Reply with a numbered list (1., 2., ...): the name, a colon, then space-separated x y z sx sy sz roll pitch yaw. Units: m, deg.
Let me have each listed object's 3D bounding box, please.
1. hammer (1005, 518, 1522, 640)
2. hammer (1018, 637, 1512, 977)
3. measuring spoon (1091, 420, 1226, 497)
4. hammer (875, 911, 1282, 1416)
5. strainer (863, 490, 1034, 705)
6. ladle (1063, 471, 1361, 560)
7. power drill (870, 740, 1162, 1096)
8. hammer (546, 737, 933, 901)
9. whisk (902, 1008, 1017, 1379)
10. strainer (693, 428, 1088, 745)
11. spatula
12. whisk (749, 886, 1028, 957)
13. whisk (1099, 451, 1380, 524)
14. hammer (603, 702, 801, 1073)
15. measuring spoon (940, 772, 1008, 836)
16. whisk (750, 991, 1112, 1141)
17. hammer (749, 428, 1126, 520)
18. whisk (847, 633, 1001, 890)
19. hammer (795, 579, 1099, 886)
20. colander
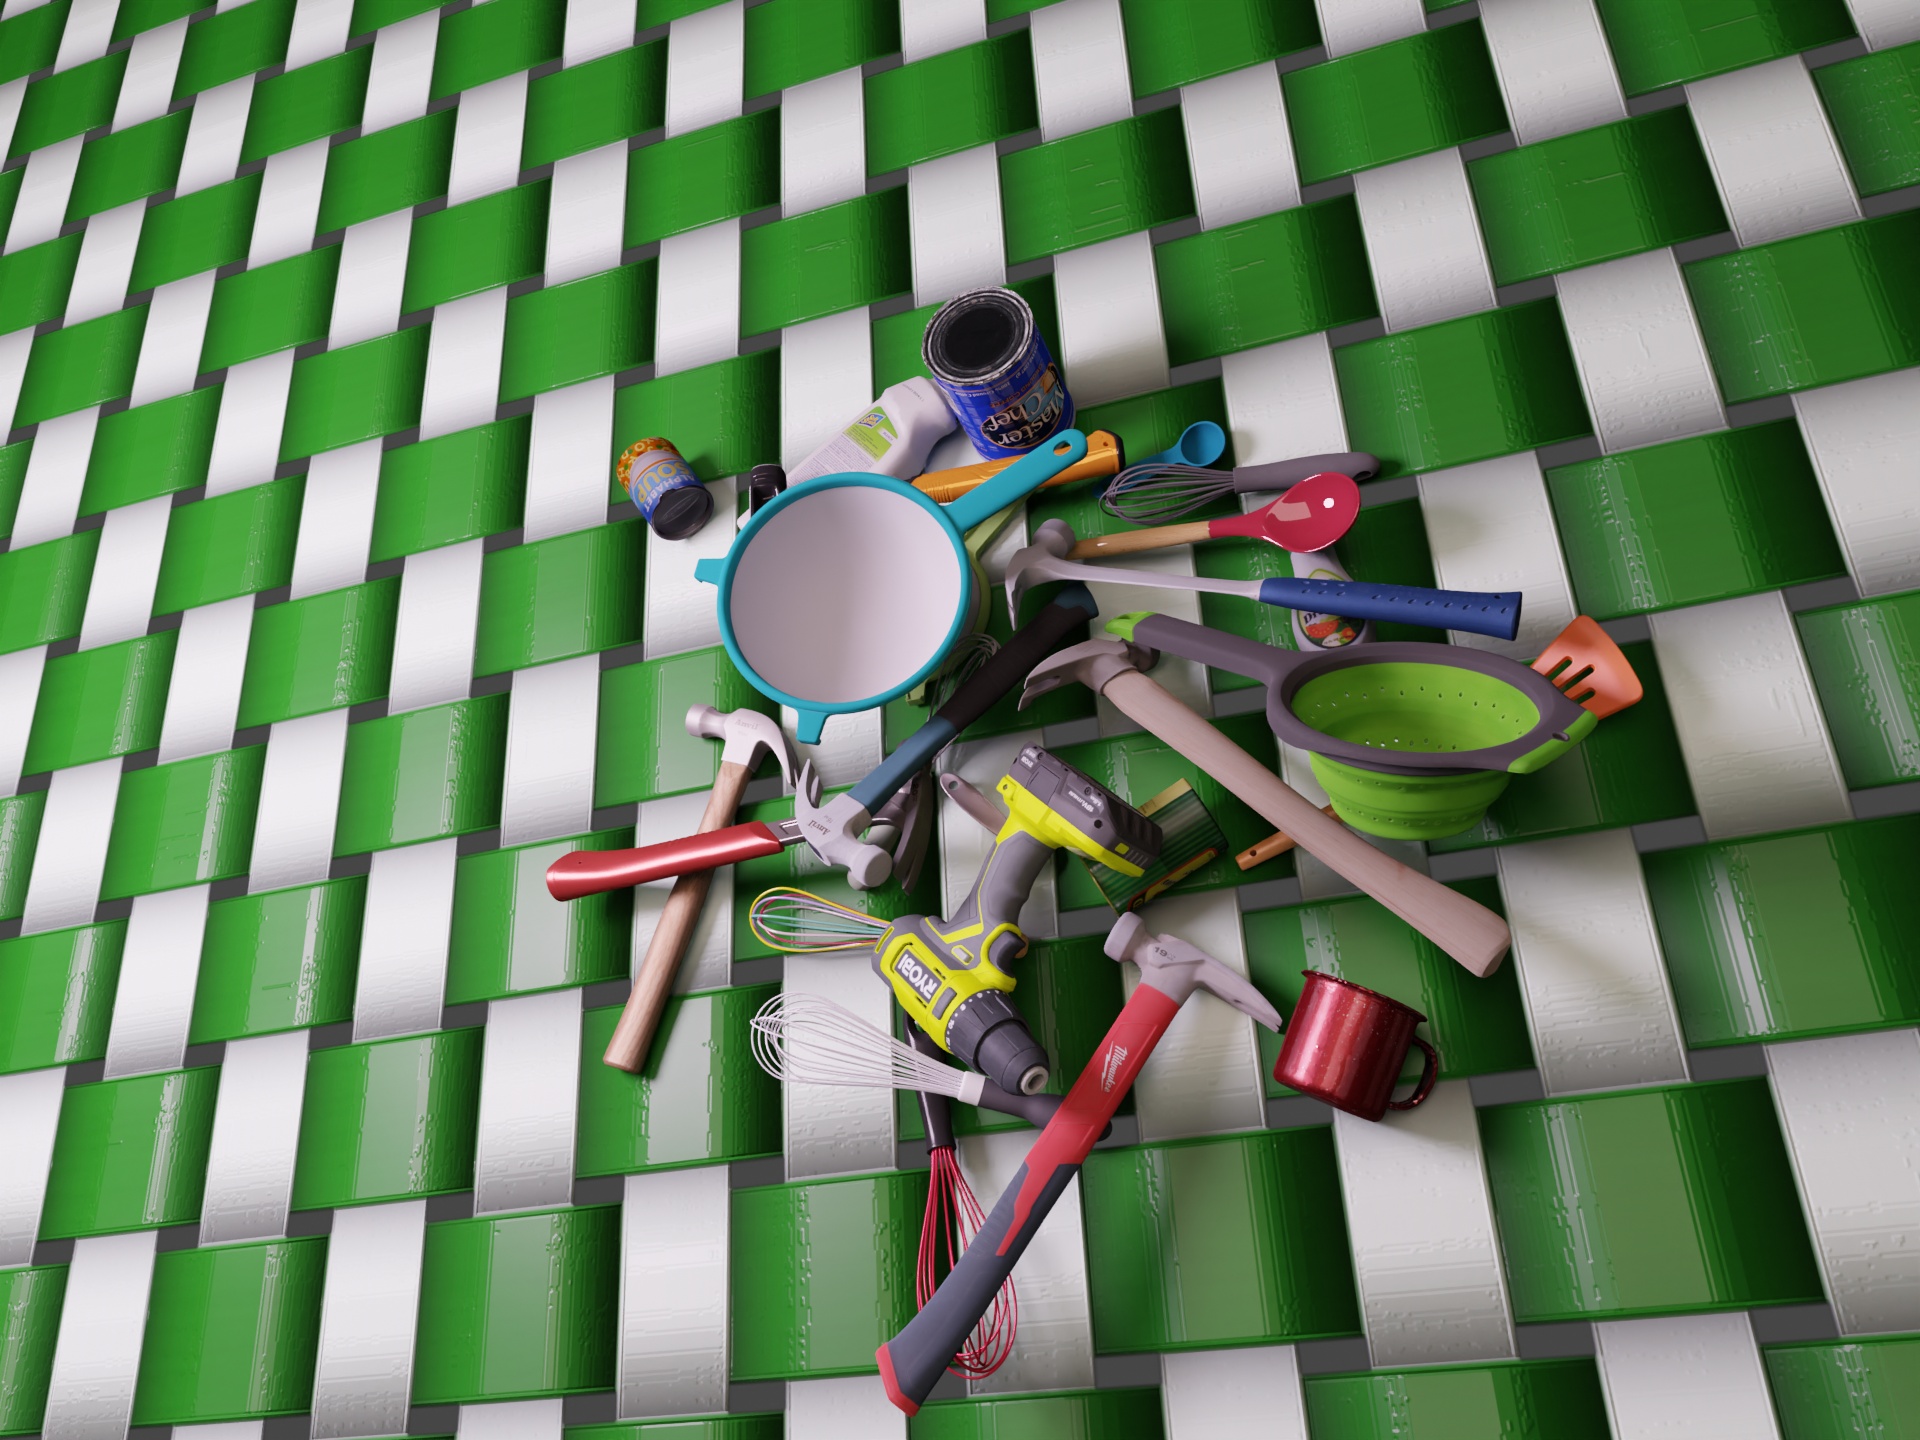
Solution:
1. hammer: 0.226 -0.100 1.252 0.405 0.035 0.144 8 34 23
2. hammer: 0.226 0.059 1.194 0.146 0.038 0.411 -22 48 -38
3. measuring spoon: 0.177 -0.225 1.414 0.128 0.021 0.042 -22 68 20
4. hammer: 0.078 0.325 1.133 0.143 0.038 0.386 30 68 18
5. strainer: -0.017 -0.149 1.417 0.256 0.069 0.152 -48 60 -3
6. ladle: 0.187 -0.156 1.341 0.315 0.031 0.069 -5 67 31
7. power drill: 0.047 0.149 1.186 0.228 0.080 0.191 -57 41 4
8. hammer: -0.191 0.111 1.327 0.359 0.036 0.149 -14 41 20
9. whisk: -0.011 0.344 1.202 0.073 0.073 0.296 -19 55 12
10. strainer: -0.035 -0.128 1.324 0.340 0.095 0.211 -33 69 -4
11. spatula: 0.354 0.032 1.214 0.322 0.041 0.081 -29 61 7
12. whisk: -0.064 0.170 1.308 0.245 0.051 0.047 3 63 18
13. whisk: 0.237 -0.203 1.364 0.239 0.055 0.055 -6 65 13
14. hammer: -0.232 0.145 1.388 0.130 0.031 0.331 11 72 25
15. measuring spoon: 0.027 0.084 1.324 0.034 0.018 0.124 -44 61 -9
16. whisk: -0.023 0.268 1.200 0.284 0.070 0.070 17 72 2
17. hammer: -0.021 -0.200 1.402 0.337 0.034 0.127 -10 56 5
18. whisk: -0.030 0.035 1.357 0.246 0.059 0.058 -62 25 -8
19. hammer: -0.002 -0.004 1.288 0.128 0.033 0.331 26 60 41
20. colander: 0.266 0.001 1.196 0.204 0.094 0.397 -25 32 -37
